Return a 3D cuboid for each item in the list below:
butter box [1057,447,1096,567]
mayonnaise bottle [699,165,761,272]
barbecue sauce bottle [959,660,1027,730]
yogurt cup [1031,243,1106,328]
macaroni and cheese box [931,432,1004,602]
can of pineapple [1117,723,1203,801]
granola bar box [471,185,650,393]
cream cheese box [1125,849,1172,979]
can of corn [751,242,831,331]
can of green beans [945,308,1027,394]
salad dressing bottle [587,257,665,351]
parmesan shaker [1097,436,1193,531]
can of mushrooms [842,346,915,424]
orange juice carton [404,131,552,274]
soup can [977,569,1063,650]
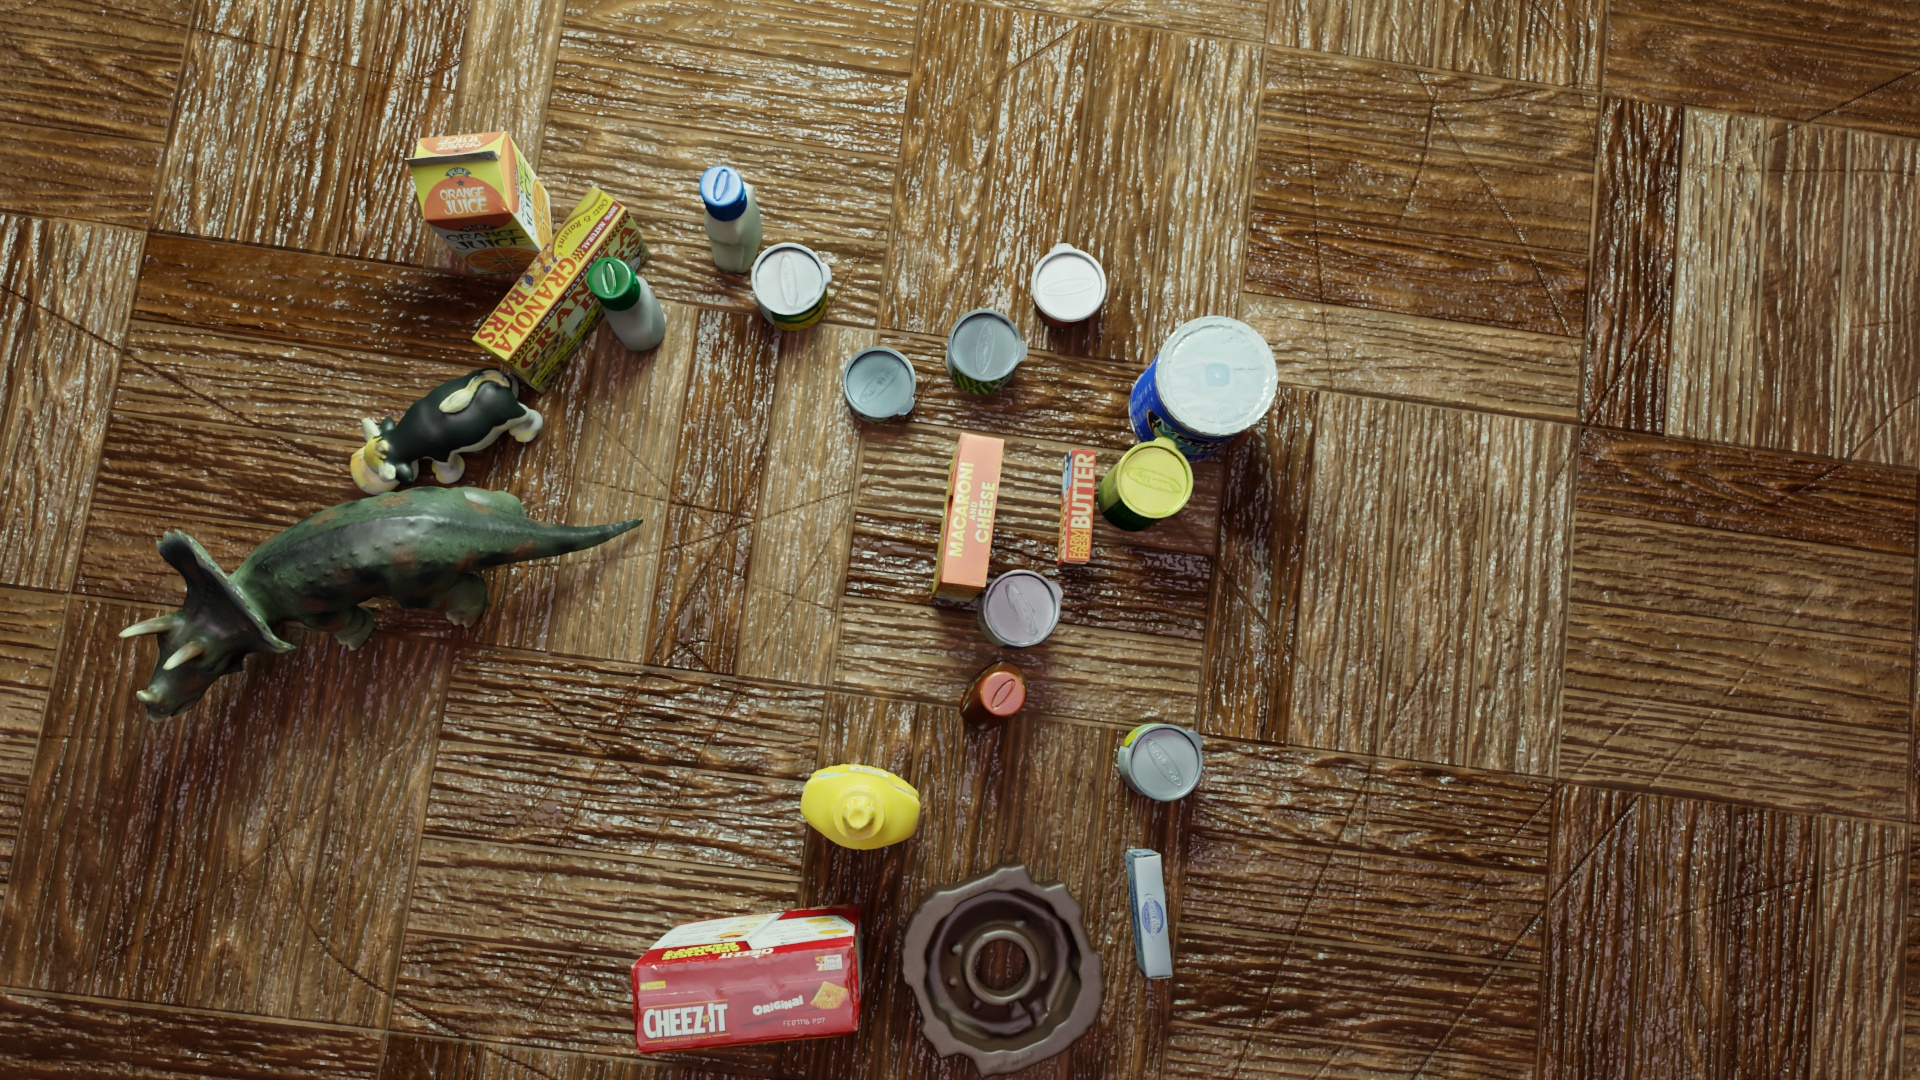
[{"bbox_3d":[0.104,-0.028,1.248,0.024,0.053,0.103,4,83,-3],"label":"butter box"},{"bbox_3d":[-0.202,-0.284,1.216,0.041,0.148,0.065,13,83,-1],"label":"mayonnaise bottle"},{"bbox_3d":[0.031,0.131,1.176,0.043,0.148,0.065,38,83,2],"label":"barbecue sauce bottle"},{"bbox_3d":[0.096,-0.227,1.273,0.072,0.054,0.072,0,83,-3],"label":"yogurt cup"},{"bbox_3d":[0.004,-0.015,1.184,0.040,0.166,0.124,8,83,-2],"label":"macaroni and cheese box"},{"bbox_3d":[0.177,0.194,1.222,0.071,0.058,0.071,0,83,-3],"label":"can of pineapple"},{"bbox_3d":[-0.343,-0.215,1.211,0.039,0.124,0.166,35,82,1],"label":"granola bar box"},{"bbox_3d":[0.163,0.322,1.207,0.024,0.053,0.104,-5,83,-4],"label":"cream cheese box"},{"bbox_3d":[-0.151,-0.229,1.257,0.071,0.058,0.071,0,83,-3],"label":"can of corn"},{"bbox_3d":[0.020,-0.170,1.259,0.071,0.057,0.071,0,83,-3],"label":"can of green beans"},{"bbox_3d":[-0.289,-0.206,1.201,0.044,0.147,0.064,-9,84,-4],"label":"salad dressing bottle"},{"bbox_3d":[0.163,-0.048,1.229,0.071,0.103,0.071,0,83,-3],"label":"parmesan shaker"},{"bbox_3d":[-0.072,-0.139,1.262,0.071,0.033,0.071,0,83,-3],"label":"can of mushrooms"},{"bbox_3d":[-0.406,-0.291,1.183,0.072,0.192,0.073,-5,84,-4],"label":"orange juice carton"},{"bbox_3d":[0.052,0.061,1.218,0.071,0.083,0.071,0,83,-3],"label":"soup can"}]
